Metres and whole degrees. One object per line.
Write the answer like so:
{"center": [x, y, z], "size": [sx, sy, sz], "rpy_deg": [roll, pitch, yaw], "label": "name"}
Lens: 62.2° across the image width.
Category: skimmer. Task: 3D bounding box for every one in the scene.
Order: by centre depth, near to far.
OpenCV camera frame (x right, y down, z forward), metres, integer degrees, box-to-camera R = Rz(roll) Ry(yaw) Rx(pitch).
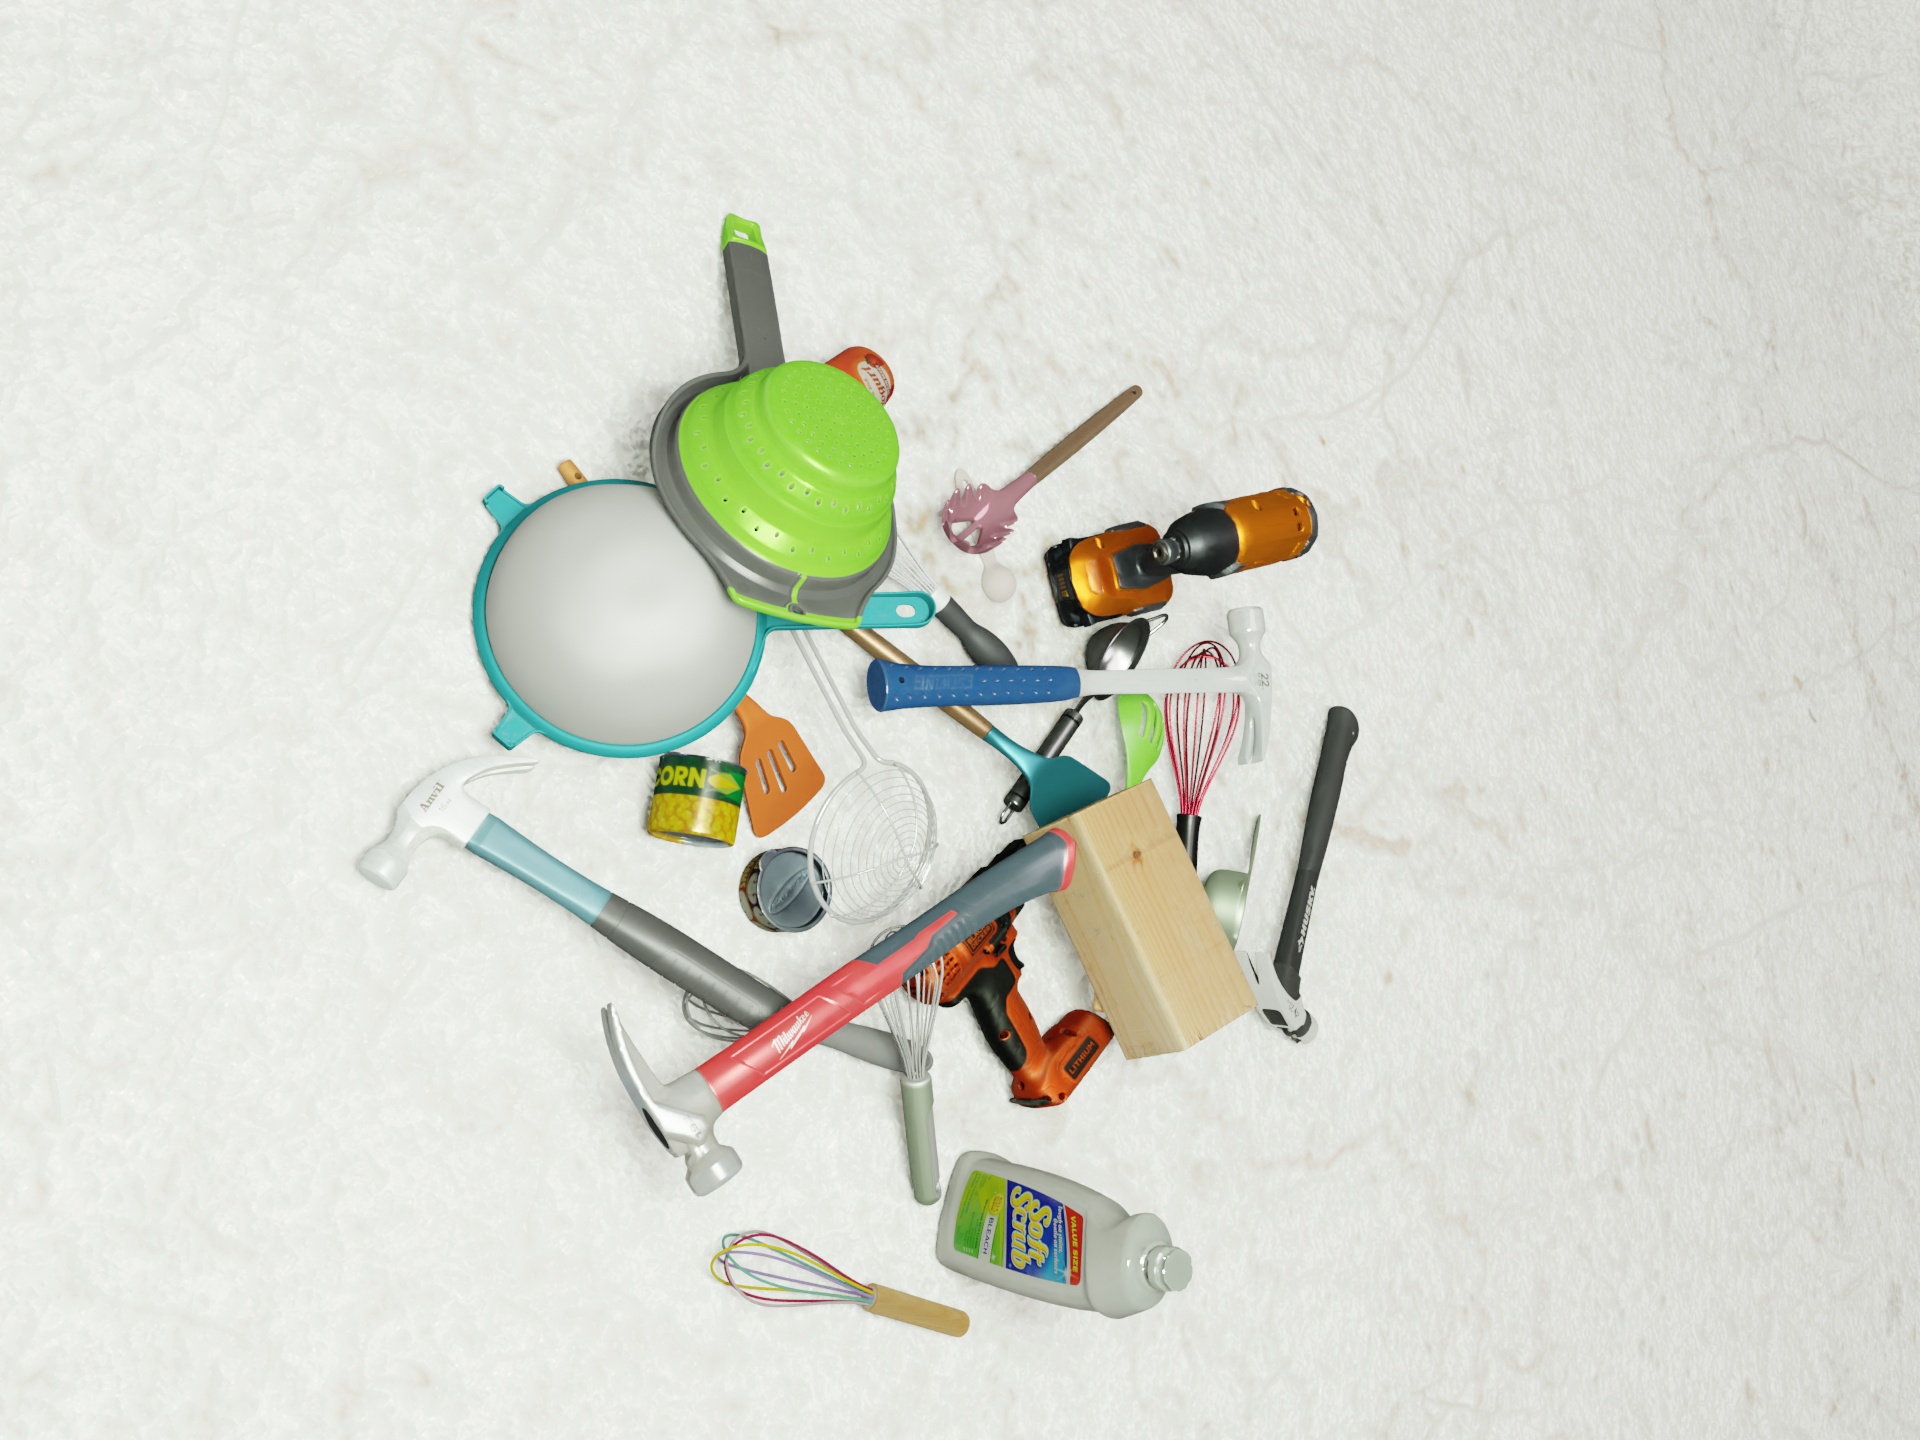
{"center": [-0.123, -0.021, 1.238], "size": [0.127, 0.090, 0.363], "rpy_deg": [-16, 74, -43], "label": "skimmer"}

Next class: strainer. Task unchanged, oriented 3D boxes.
{"center": [-0.173, -0.087, 1.142], "size": [0.340, 0.095, 0.211], "rpy_deg": [-2, 78, -16], "label": "strainer"}
{"center": [0.102, -0.010, 1.421], "size": [0.258, 0.050, 0.086], "rpy_deg": [-54, 156, -23], "label": "strainer"}

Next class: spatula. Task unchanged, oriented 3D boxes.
{"center": [-0.210, -0.059, 1.219], "size": [0.081, 0.041, 0.322], "rpy_deg": [-42, 102, -34], "label": "spatula"}
{"center": [-0.002, -0.004, 1.338], "size": [0.317, 0.044, 0.082], "rpy_deg": [38, 78, -13], "label": "spatula"}

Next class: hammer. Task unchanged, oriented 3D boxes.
{"center": [-0.242, 0.141, 1.118], "size": [0.331, 0.033, 0.128], "rpy_deg": [35, 62, -13], "label": "hammer"}
{"center": [-0.069, 0.170, 1.153], "size": [0.386, 0.038, 0.143], "rpy_deg": [-32, 88, -30], "label": "hammer"}
{"center": [0.108, -0.027, 1.358], "size": [0.405, 0.035, 0.144], "rpy_deg": [-2, 82, -31], "label": "hammer"}
{"center": [0.340, 0.134, 1.553], "size": [0.146, 0.035, 0.335], "rpy_deg": [46, 54, -44], "label": "hammer"}

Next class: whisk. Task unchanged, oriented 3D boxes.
{"center": [-0.089, 0.437, 1.217], "size": [0.244, 0.051, 0.047], "rpy_deg": [30, 87, -33], "label": "whisk"}
{"center": [-0.113, 0.239, 1.225], "size": [0.238, 0.055, 0.055], "rpy_deg": [25, 69, -35], "label": "whisk"}
{"center": [-0.035, 0.271, 1.240], "size": [0.058, 0.059, 0.246], "rpy_deg": [-65, 152, -69], "label": "whisk"}
{"center": [-0.042, -0.124, 1.329], "size": [0.284, 0.070, 0.070], "rpy_deg": [43, 61, -28], "label": "whisk"}
{"center": [0.215, 0.069, 1.479], "size": [0.073, 0.073, 0.296], "rpy_deg": [14, 80, -33], "label": "whisk"}

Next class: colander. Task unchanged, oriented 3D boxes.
{"center": [-0.126, -0.259, 1.184], "size": [0.204, 0.094, 0.398], "rpy_deg": [11, 53, -34], "label": "colander"}

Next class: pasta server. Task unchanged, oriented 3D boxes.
{"center": [0.082, -0.235, 1.436], "size": [0.060, 0.040, 0.316], "rpy_deg": [47, 53, 0], "label": "pasta server"}

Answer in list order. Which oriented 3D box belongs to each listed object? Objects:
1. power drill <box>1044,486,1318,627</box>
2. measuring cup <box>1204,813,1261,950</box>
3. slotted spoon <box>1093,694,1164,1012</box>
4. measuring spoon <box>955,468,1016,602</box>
{"center": [0.174, -0.141, 1.377], "size": [0.164, 0.226, 0.084], "rpy_deg": [-16, 92, -36], "label": "power drill"}
{"center": [0.255, 0.146, 1.505], "size": [0.168, 0.038, 0.083], "rpy_deg": [-66, 160, -44], "label": "measuring cup"}
{"center": [0.146, 0.107, 1.408], "size": [0.070, 0.031, 0.314], "rpy_deg": [37, 54, -40], "label": "slotted spoon"}
{"center": [0.022, -0.164, 1.402], "size": [0.034, 0.018, 0.124], "rpy_deg": [-22, 95, -36], "label": "measuring spoon"}
